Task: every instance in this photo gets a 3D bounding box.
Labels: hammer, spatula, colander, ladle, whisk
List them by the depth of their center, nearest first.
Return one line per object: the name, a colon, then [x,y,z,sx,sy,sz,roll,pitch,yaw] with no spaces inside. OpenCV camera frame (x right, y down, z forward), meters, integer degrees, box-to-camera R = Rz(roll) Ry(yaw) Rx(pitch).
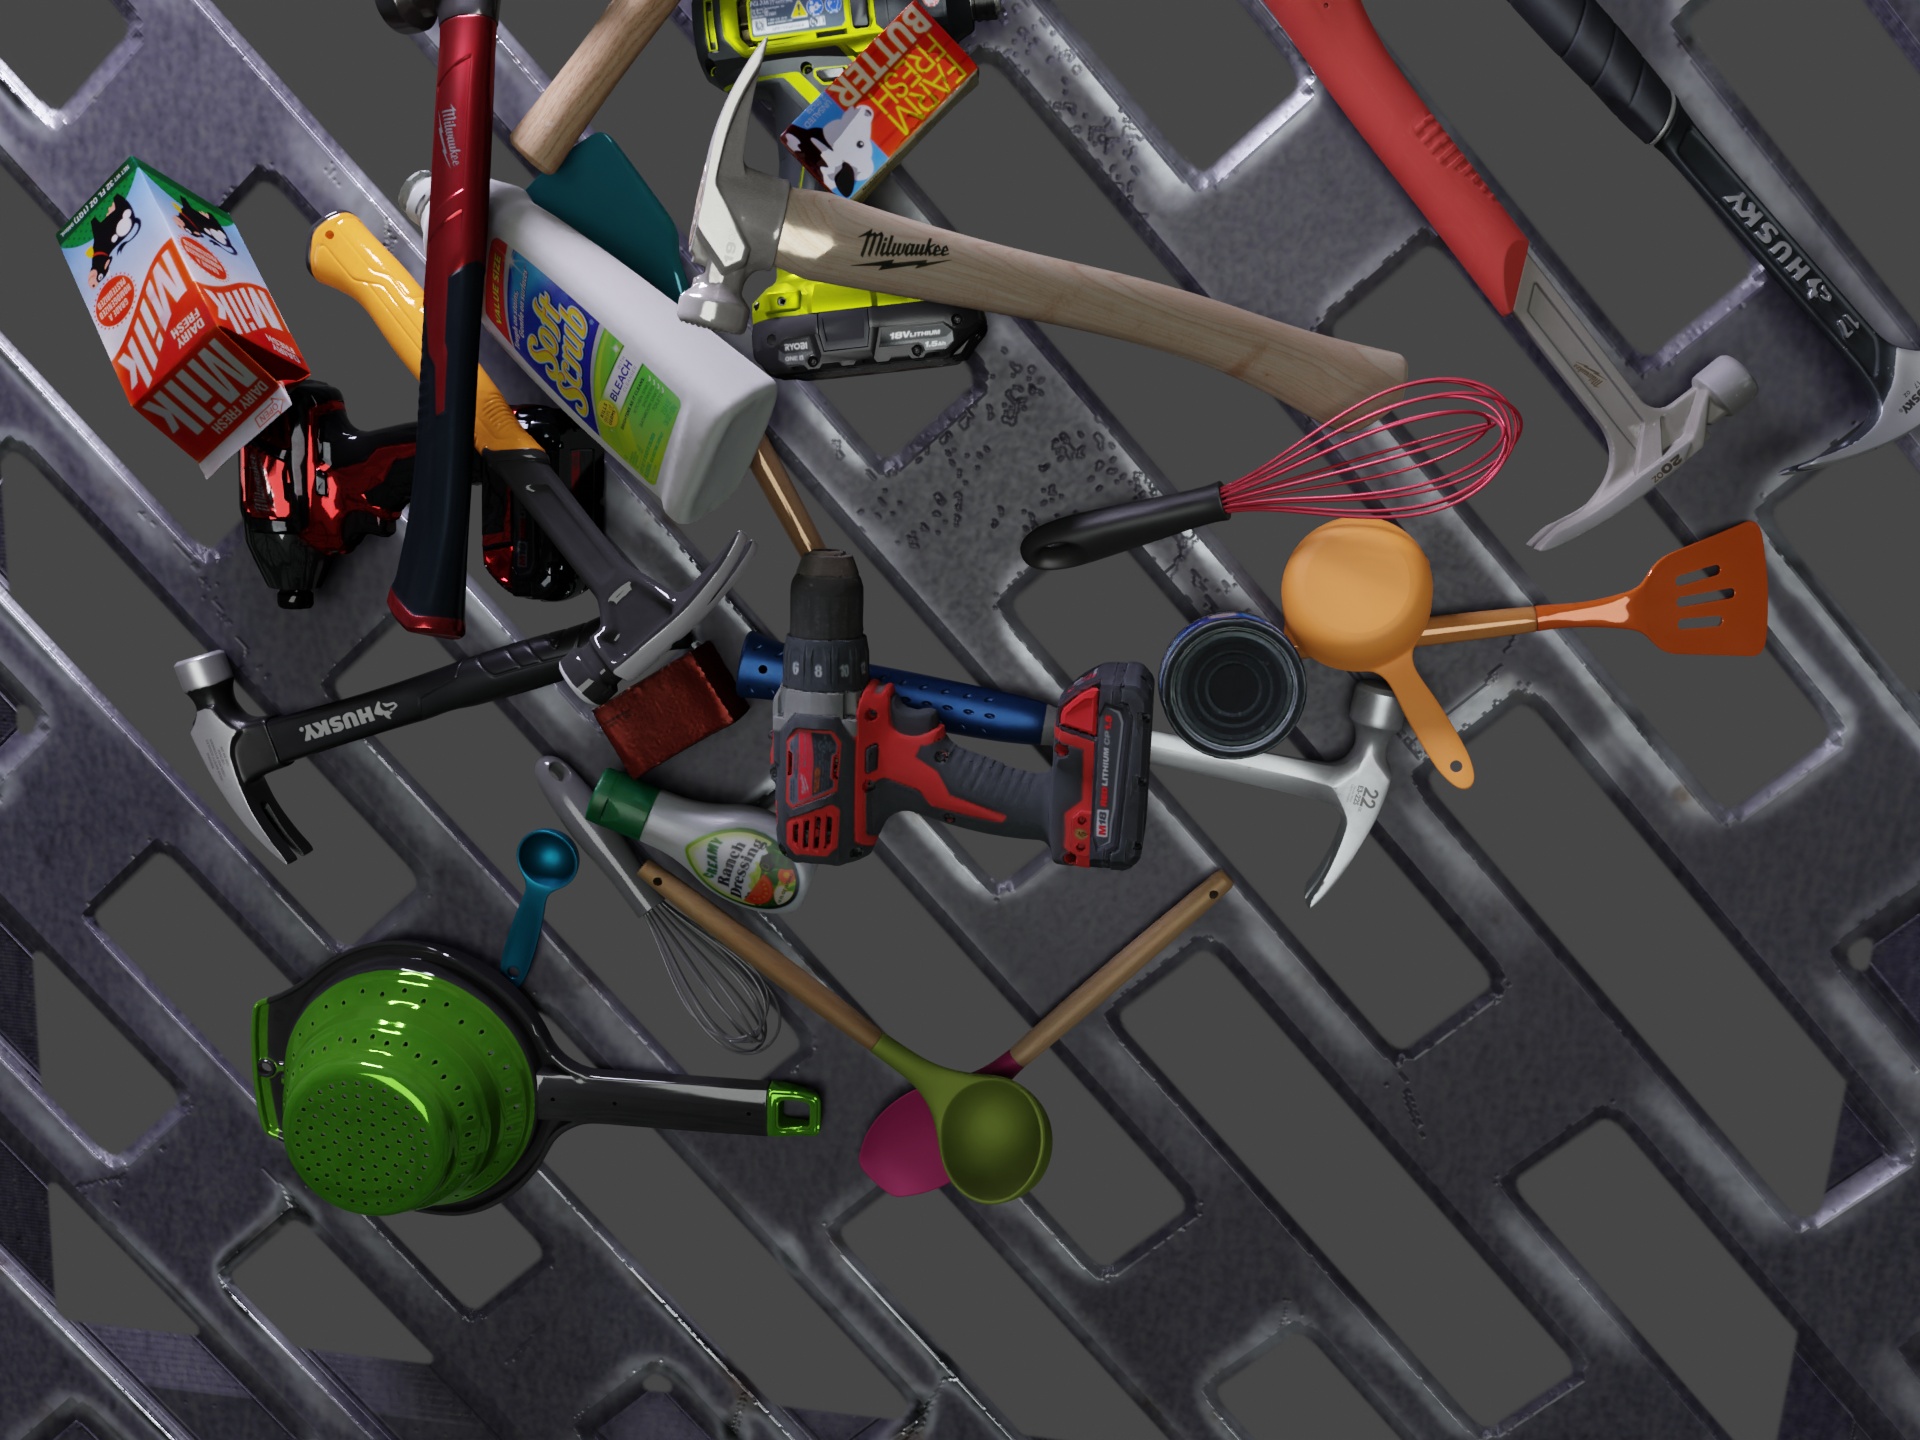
hammer: [-0.263,-0.237,0.863,0.143,0.038,0.386,-1,84,24]
hammer: [0.061,-0.242,0.870,0.410,0.038,0.146,10,102,-16]
hammer: [-0.139,-0.442,0.871,0.331,0.031,0.130,-49,55,11]
hammer: [0.393,-0.312,0.873,0.149,0.036,0.409,-43,92,-6]
hammer: [-0.260,-0.171,0.901,0.127,0.034,0.337,-41,77,3]
hammer: [0.285,-0.274,0.904,0.149,0.037,0.359,-39,96,12]
whisk: [0.171,-0.131,0.917,0.296,0.073,0.073,-13,101,22]
spatula: [0.318,-0.059,0.954,0.322,0.041,0.081,-6,101,11]
spatula: [-0.149,-0.195,0.961,0.082,0.044,0.317,-23,102,34]
hammer: [0.061,0.011,0.987,0.405,0.035,0.144,11,103,3]
ladle: [-0.076,0.191,1.007,0.320,0.062,0.078,38,98,-3]
hammer: [-0.331,-0.014,1.023,0.335,0.035,0.146,-16,99,9]
whisk: [-0.198,0.118,1.033,0.055,0.055,0.239,-37,91,12]
colander: [-0.293,0.260,1.043,0.397,0.094,0.204,3,105,4]

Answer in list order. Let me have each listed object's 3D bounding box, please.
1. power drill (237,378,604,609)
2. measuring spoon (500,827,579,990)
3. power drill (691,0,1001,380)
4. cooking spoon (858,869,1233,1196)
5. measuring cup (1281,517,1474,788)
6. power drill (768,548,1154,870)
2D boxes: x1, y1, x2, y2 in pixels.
power drill: [-0.337,-0.133,0.979,0.219,0.078,0.143,5,101,8]
measuring spoon: [-0.283,0.125,1.060,0.042,0.021,0.128,23,112,2]
power drill: [-0.054,-0.315,0.911,0.171,0.080,0.223,-5,98,7]
cooking spoon: [0.056,0.204,1.037,0.319,0.017,0.068,-43,98,13]
measuring cup: [0.250,-0.039,0.918,0.095,0.052,0.174,-29,75,8]
power drill: [-0.001,-0.003,0.936,0.227,0.080,0.188,3,101,8]
